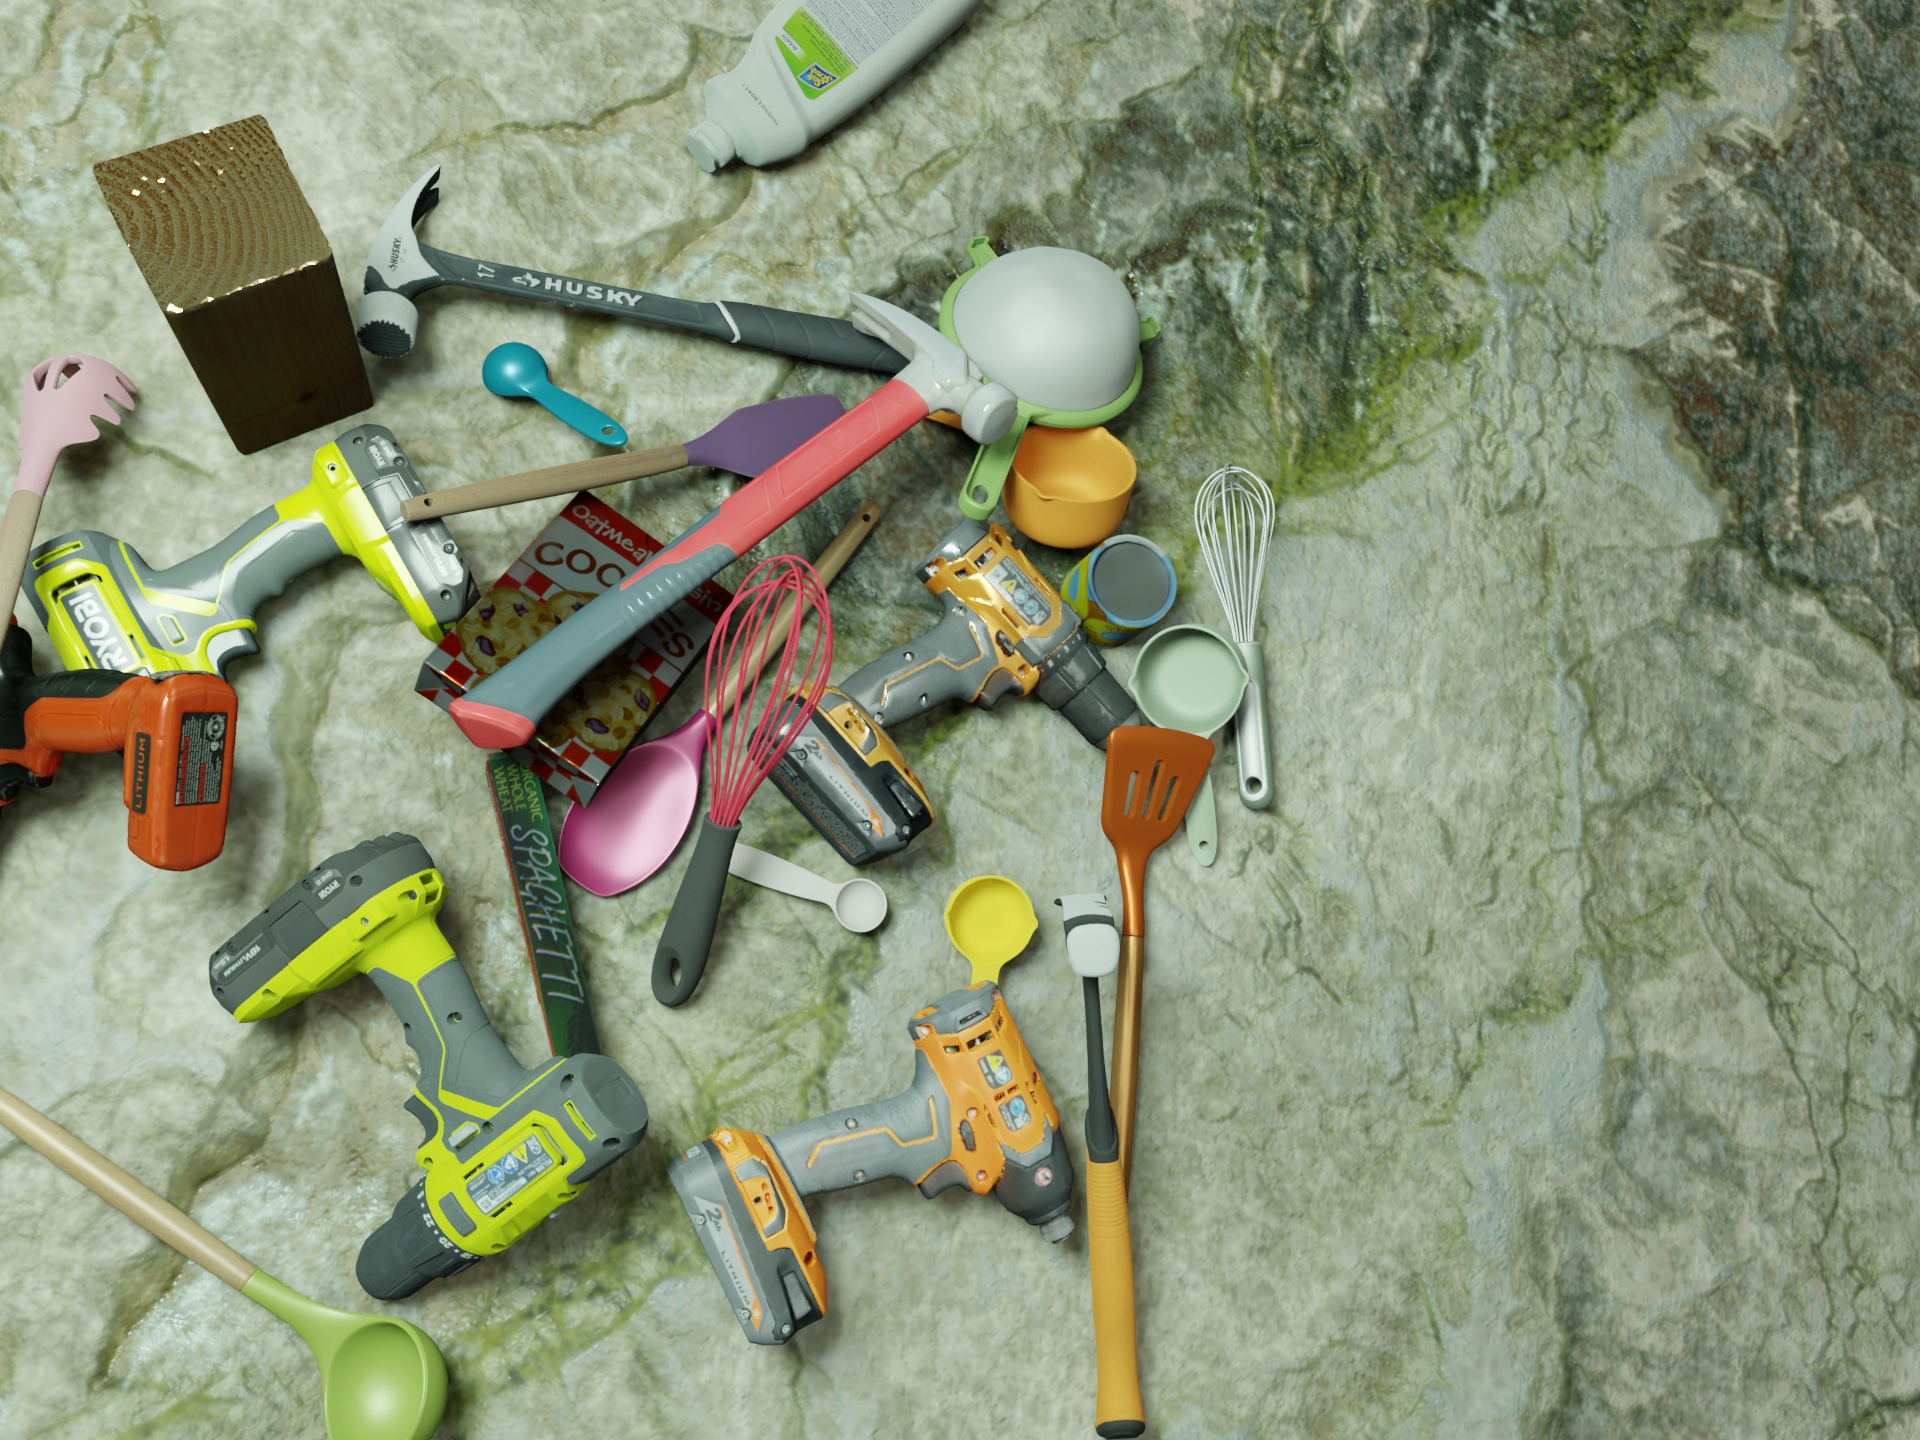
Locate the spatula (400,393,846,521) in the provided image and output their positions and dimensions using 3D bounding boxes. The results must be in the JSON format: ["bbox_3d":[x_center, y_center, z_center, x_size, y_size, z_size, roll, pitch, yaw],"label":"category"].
[{"bbox_3d":[-0.197,-0.160,1.003,0.316,0.018,0.060,-18,82,-35],"label":"spatula"}]

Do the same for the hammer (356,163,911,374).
[{"bbox_3d":[-0.176,-0.270,1.053,0.408,0.036,0.149,7,57,-18],"label":"hammer"}]

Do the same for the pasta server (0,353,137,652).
[{"bbox_3d":[-0.510,-0.096,0.866,0.060,0.040,0.317,-7,54,-2],"label":"pasta server"}]

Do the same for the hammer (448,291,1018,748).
[{"bbox_3d":[-0.149,-0.122,0.957,0.386,0.038,0.143,-40,64,-20],"label":"hammer"}]

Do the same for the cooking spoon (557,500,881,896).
[{"bbox_3d":[-0.147,-0.022,1.030,0.068,0.017,0.319,38,73,-5],"label":"cooking spoon"}]

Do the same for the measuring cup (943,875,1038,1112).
[{"bbox_3d":[0.012,0.177,1.031,0.062,0.029,0.156,6,89,-9],"label":"measuring cup"}]

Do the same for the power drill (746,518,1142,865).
[{"bbox_3d":[-0.002,-0.003,1.035,0.185,0.084,0.226,47,67,-3],"label":"power drill"}]

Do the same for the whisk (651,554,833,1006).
[{"bbox_3d":[-0.135,0.042,0.939,0.073,0.073,0.295,15,108,-11],"label":"whisk"}]

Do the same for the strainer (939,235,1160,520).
[{"bbox_3d":[0.051,-0.238,1.057,0.151,0.069,0.257,24,53,-5],"label":"strainer"}]

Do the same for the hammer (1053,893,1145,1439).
[{"bbox_3d":[0.088,0.276,0.983,0.034,0.127,0.337,-4,95,1],"label":"hammer"}]

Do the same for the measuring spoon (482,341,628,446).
[{"bbox_3d":[-0.256,-0.209,1.006,0.129,0.021,0.042,33,60,25],"label":"measuring spoon"}]

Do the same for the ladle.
[{"bbox_3d":[-0.418,0.297,0.874,0.320,0.062,0.078,36,91,-2],"label":"ladle"}]

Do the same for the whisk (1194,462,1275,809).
[{"bbox_3d":[0.198,-0.060,1.114,0.058,0.059,0.246,-6,83,23],"label":"whisk"}]

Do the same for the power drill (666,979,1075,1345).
[{"bbox_3d":[-0.043,0.278,0.956,0.226,0.084,0.164,-26,88,-16],"label":"power drill"}]

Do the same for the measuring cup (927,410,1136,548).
[{"bbox_3d":[0.035,-0.174,1.095,0.174,0.052,0.095,24,48,15],"label":"measuring cup"}]

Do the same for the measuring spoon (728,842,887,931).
[{"bbox_3d":[-0.107,0.103,1.019,0.124,0.018,0.034,21,74,-3],"label":"measuring spoon"}]

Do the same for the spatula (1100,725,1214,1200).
[{"bbox_3d":[0.116,0.166,1.043,0.081,0.041,0.323,9,80,-23],"label":"spatula"}]

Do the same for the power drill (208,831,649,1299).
[{"bbox_3d":[-0.310,0.198,0.892,0.190,0.080,0.228,-38,87,11],"label":"power drill"}]

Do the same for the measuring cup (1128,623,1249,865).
[{"bbox_3d":[0.164,0.015,1.093,0.083,0.038,0.167,-3,100,21],"label":"measuring cup"}]

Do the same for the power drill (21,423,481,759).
[{"bbox_3d":[-0.409,-0.064,0.942,0.223,0.080,0.171,-30,87,-15],"label":"power drill"}]
